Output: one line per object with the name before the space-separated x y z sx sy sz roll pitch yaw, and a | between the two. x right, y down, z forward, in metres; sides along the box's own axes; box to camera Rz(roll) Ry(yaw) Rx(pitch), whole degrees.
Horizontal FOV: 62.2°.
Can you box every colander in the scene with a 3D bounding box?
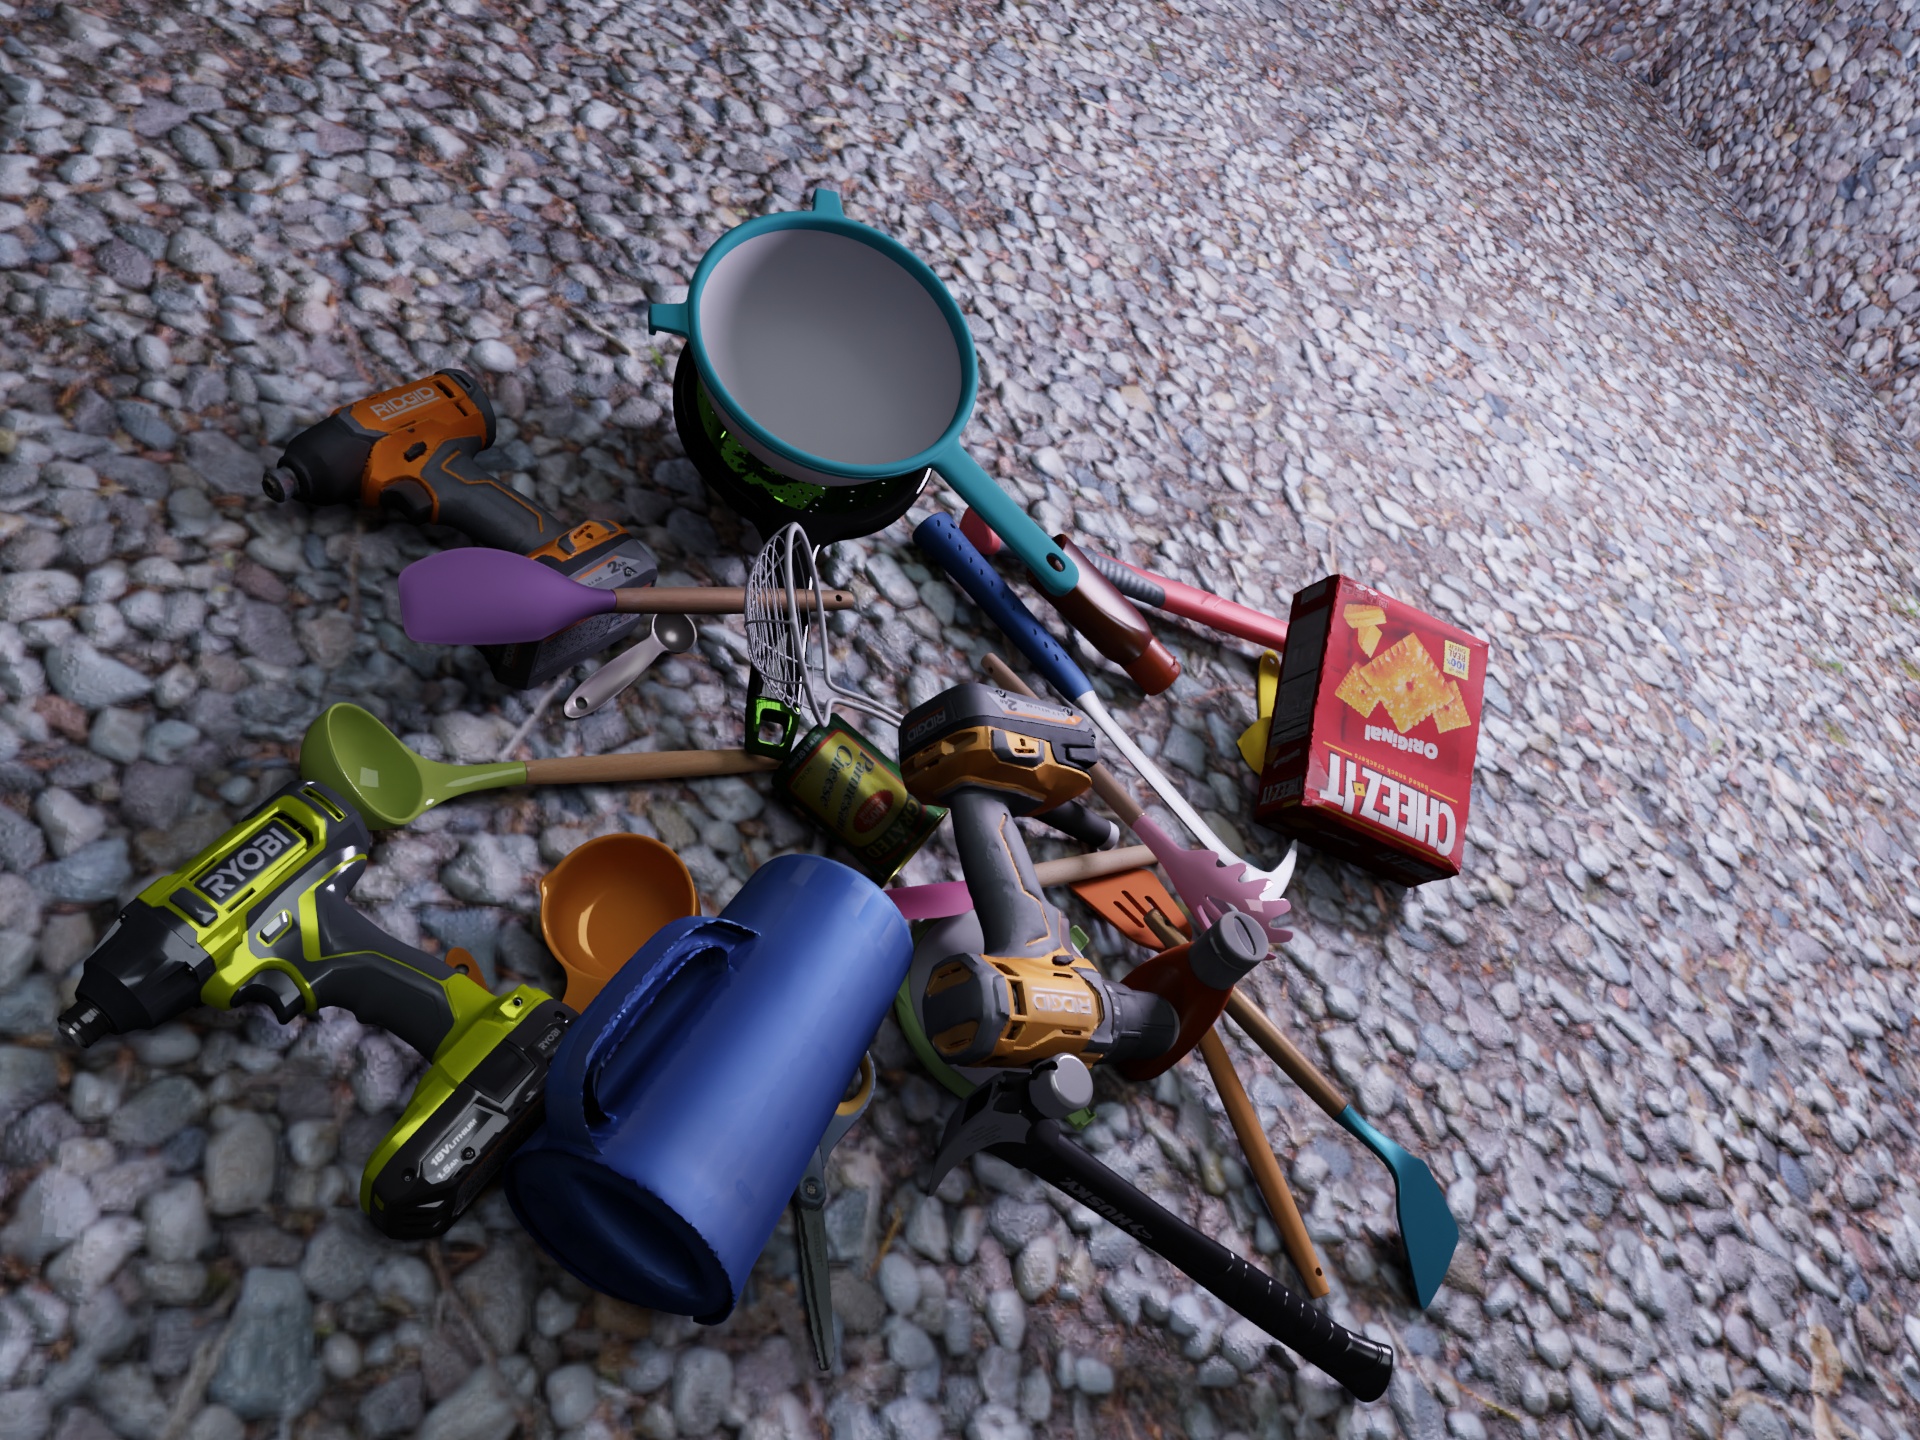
colander | -0.133 -0.139 1.174 0.204 0.094 0.397 14 61 -20

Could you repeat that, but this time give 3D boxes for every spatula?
spatula | 0.171 0.237 1.091 0.081 0.041 0.323 -4 61 -36
spatula | -0.199 -0.078 1.008 0.315 0.018 0.060 -3 80 -39
spatula | 0.232 0.252 1.086 0.317 0.044 0.082 47 42 5

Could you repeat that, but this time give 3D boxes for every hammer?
hammer | 0.179 -0.117 1.377 0.386 0.038 0.143 18 36 -16
hammer | 0.105 -0.010 1.236 0.406 0.035 0.144 50 33 16
hammer | 0.131 0.316 0.946 0.334 0.146 0.035 38 42 -16

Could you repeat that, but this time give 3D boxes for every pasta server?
pasta server | 0.117 0.055 1.152 0.040 0.060 0.316 -4 43 -48

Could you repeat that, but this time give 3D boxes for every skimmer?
skimmer | -0.002 -0.003 1.064 0.363 0.090 0.127 30 38 -33

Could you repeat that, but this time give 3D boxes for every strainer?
strainer | -0.010 0.155 1.008 0.256 0.069 0.152 20 46 -20
strainer | -0.056 -0.201 1.130 0.340 0.095 0.211 45 58 -3

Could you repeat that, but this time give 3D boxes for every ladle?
ladle | -0.241 0.024 0.982 0.320 0.062 0.078 -2 56 -37

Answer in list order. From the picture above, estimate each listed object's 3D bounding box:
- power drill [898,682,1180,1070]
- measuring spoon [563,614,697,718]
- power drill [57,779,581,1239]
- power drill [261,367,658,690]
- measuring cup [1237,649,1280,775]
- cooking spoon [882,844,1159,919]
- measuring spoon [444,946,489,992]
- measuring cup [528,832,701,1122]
power drill | 0.052 0.104 0.974 0.185 0.084 0.226 14 57 -40
measuring spoon | -0.226 -0.035 1.074 0.034 0.018 0.124 50 50 -7
power drill | -0.318 0.150 0.807 0.223 0.080 0.171 36 50 7
power drill | -0.329 -0.127 1.038 0.226 0.084 0.164 43 46 11
measuring cup | 0.271 -0.013 1.359 0.062 0.029 0.157 24 45 -13
cooking spoon | 0.041 0.109 1.091 0.318 0.069 0.017 -5 97 -44
measuring spoon | -0.263 0.176 0.874 0.021 0.011 0.117 -11 57 -28
measuring cup | -0.206 0.152 0.905 0.095 0.052 0.174 16 70 6
